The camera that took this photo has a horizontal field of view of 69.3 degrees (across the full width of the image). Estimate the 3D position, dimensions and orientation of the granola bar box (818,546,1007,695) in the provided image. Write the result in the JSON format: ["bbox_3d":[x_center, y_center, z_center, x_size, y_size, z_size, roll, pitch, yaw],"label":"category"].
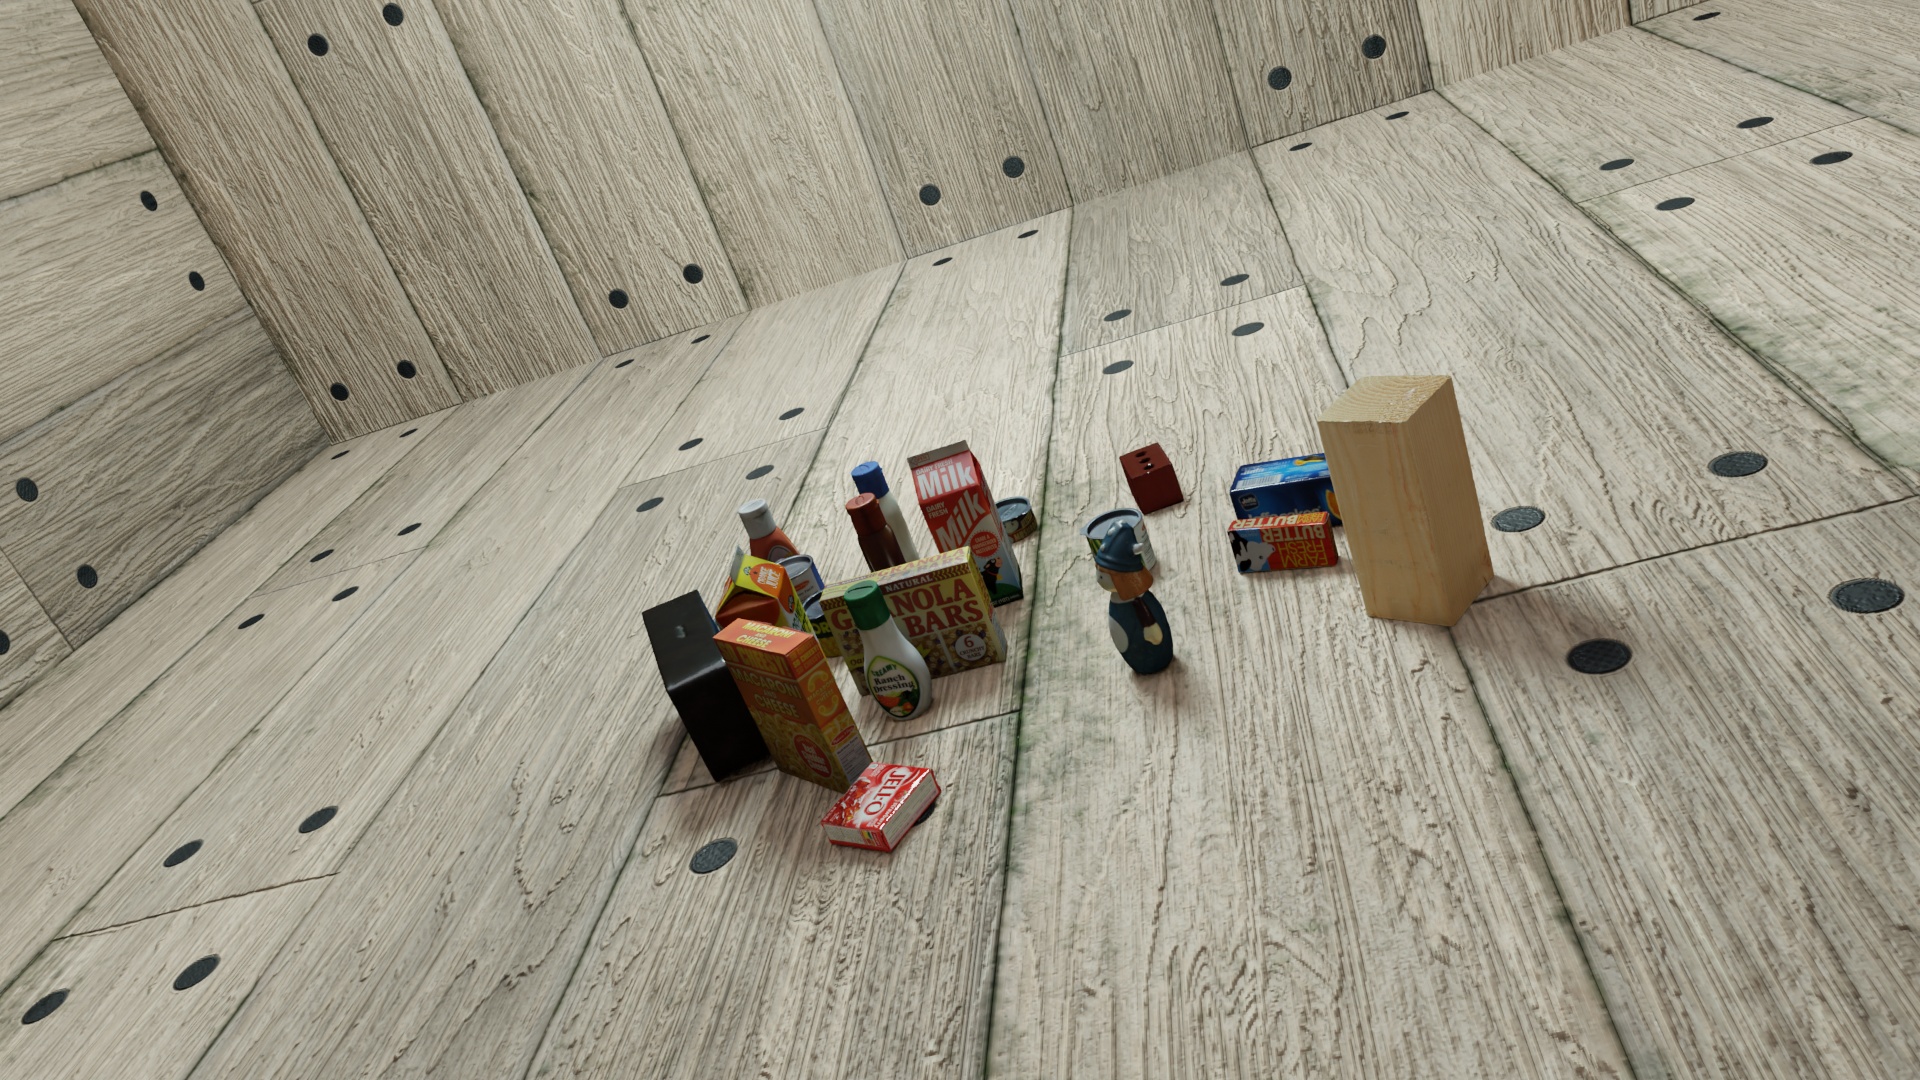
[{"bbox_3d":[-0.048,0.085,1.455,0.165,0.123,0.039,-15,24,14],"label":"granola bar box"}]

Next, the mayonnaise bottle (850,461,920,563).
[{"bbox_3d":[-0.091,-0.024,1.693,0.041,0.147,0.065,-28,24,-15],"label":"mayonnaise bottle"}]

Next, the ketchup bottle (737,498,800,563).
[{"bbox_3d":[-0.229,0.020,1.710,0.065,0.148,0.043,-31,25,-22],"label":"ketchup bottle"}]

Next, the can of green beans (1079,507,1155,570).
[{"bbox_3d":[0.175,0.005,1.524,0.071,0.057,0.071,-18,24,8],"label":"can of green beans"}]

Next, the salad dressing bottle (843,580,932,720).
[{"bbox_3d":[-0.075,0.110,1.396,0.064,0.147,0.044,-12,25,21],"label":"salad dressing bottle"}]

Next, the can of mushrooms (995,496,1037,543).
[{"bbox_3d":[0.061,-0.024,1.709,0.071,0.033,0.071,-18,24,8],"label":"can of mushrooms"}]

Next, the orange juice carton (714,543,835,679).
[{"bbox_3d":[-0.202,0.099,1.467,0.073,0.192,0.072,-18,24,8],"label":"orange juice carton"}]

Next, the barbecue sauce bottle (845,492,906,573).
[{"bbox_3d":[-0.089,0.017,1.603,0.044,0.148,0.065,-21,24,2],"label":"barbecue sauce bottle"}]

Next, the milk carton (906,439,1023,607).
[{"bbox_3d":[0.006,-0.019,1.551,0.072,0.189,0.074,-18,24,8],"label":"milk carton"}]

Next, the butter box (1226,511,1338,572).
[{"bbox_3d":[0.328,0.002,1.411,0.103,0.053,0.024,-6,28,31],"label":"butter box"}]

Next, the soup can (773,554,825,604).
[{"bbox_3d":[-0.192,0.068,1.660,0.071,0.083,0.071,-18,24,8],"label":"soup can"}]

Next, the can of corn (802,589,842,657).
[{"bbox_3d":[-0.145,0.094,1.596,0.071,0.058,0.071,-18,24,8],"label":"can of corn"}]

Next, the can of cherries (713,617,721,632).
[{"bbox_3d":[-0.251,0.110,1.649,0.071,0.058,0.072,-18,24,8],"label":"can of cherries"}]

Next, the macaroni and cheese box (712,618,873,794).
[{"bbox_3d":[-0.159,0.159,1.339,0.123,0.165,0.040,7,36,47],"label":"macaroni and cheese box"}]
